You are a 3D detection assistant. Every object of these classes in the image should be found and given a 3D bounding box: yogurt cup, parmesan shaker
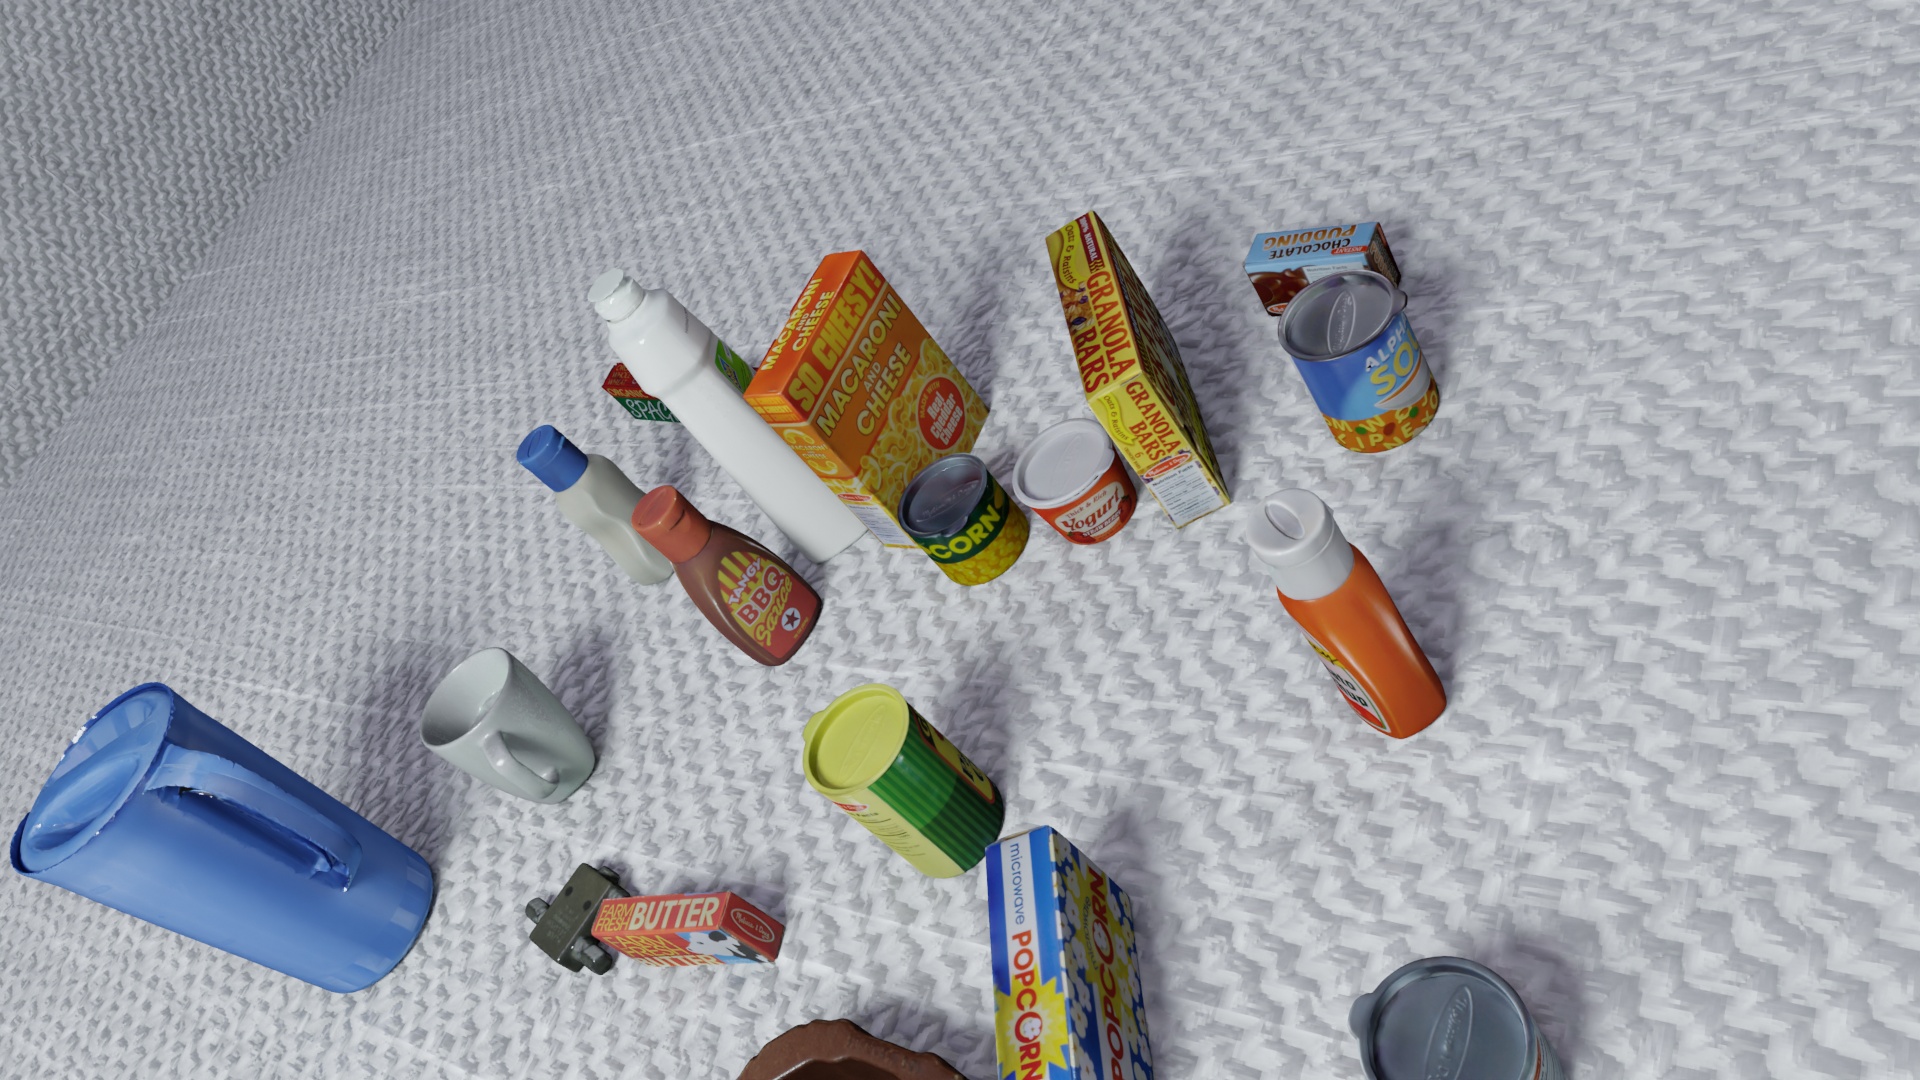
[{"bbox_3d":[0.073,-0.034,0.860,0.072,0.053,0.073,-21,44,22],"label":"yogurt cup"},{"bbox_3d":[-0.031,0.131,0.756,0.071,0.102,0.072,-22,44,22],"label":"parmesan shaker"}]

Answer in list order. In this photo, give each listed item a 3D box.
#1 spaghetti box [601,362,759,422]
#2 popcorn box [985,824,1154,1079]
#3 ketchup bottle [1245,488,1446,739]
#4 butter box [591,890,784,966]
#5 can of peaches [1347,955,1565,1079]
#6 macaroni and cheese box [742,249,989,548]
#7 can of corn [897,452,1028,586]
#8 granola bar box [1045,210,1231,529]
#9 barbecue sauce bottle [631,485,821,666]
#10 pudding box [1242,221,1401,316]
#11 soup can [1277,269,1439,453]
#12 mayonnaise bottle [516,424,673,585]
[{"bbox_3d":[-0.212,-0.122,1.168,0.250,0.050,0.029,8,60,42],"label":"spaghetti box"},{"bbox_3d":[0.051,0.206,0.637,0.038,0.085,0.127,-24,43,20],"label":"popcorn box"},{"bbox_3d":[0.177,0.032,0.644,0.043,0.148,0.065,-39,40,3],"label":"ketchup bottle"},{"bbox_3d":[-0.160,0.227,0.810,0.103,0.053,0.024,-12,48,31],"label":"butter box"},{"bbox_3d":[0.195,0.205,0.545,0.071,0.058,0.071,-21,44,22],"label":"can of peaches"},{"bbox_3d":[-0.058,-0.091,0.928,0.040,0.166,0.124,2,56,40],"label":"macaroni and cheese box"},{"bbox_3d":[0.003,-0.011,0.892,0.071,0.058,0.071,-21,44,22],"label":"can of corn"},{"bbox_3d":[0.107,-0.106,0.844,0.039,0.124,0.166,-27,42,18],"label":"granola bar box"},{"bbox_3d":[-0.156,0.021,0.918,0.043,0.148,0.065,12,63,44],"label":"barbecue sauce bottle"},{"bbox_3d":[0.225,-0.168,0.865,0.083,0.049,0.030,3,57,40],"label":"pudding box"},{"bbox_3d":[0.226,-0.099,0.775,0.071,0.083,0.072,-22,44,22],"label":"soup can"},{"bbox_3d":[-0.272,-0.029,1.056,0.041,0.147,0.065,-20,44,24],"label":"mayonnaise bottle"}]
